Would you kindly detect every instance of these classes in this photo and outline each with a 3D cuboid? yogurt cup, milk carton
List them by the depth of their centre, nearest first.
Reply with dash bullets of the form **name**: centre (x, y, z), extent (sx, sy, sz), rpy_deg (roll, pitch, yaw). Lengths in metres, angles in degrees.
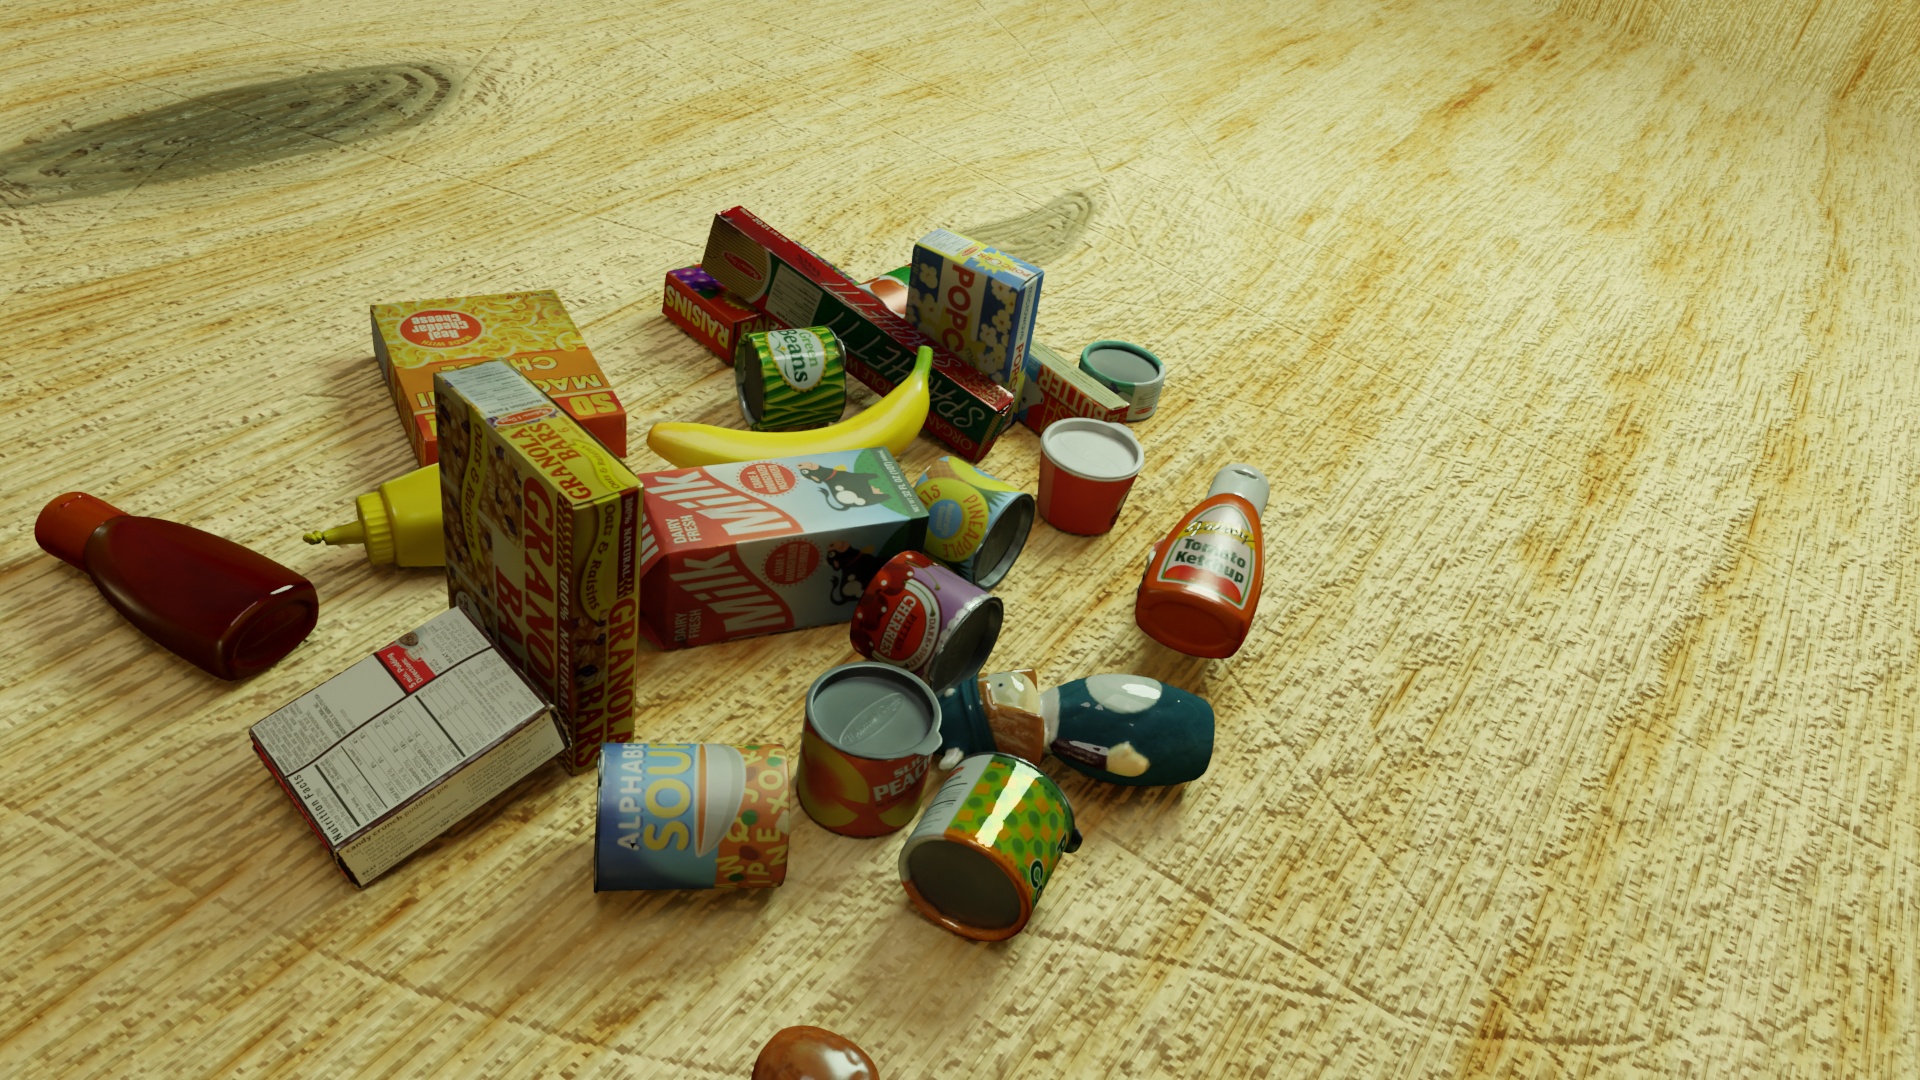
- **milk carton**: centre (-0.121, 0.005, 0.780), extent (0.191, 0.073, 0.072), rpy_deg (-8, 41, -23)
- **yogurt cup**: centre (0.081, -0.040, 0.909), extent (0.072, 0.053, 0.073), rpy_deg (7, 37, -5)

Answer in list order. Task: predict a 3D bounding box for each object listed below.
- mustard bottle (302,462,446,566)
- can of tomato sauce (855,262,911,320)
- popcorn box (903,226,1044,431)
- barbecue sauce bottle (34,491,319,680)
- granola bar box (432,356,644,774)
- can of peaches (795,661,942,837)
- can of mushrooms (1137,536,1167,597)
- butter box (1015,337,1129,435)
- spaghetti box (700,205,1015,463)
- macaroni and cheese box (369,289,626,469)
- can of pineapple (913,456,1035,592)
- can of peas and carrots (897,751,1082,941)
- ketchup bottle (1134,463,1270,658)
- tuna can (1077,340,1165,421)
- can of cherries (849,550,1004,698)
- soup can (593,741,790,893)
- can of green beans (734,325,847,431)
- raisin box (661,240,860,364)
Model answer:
- **mustard bottle**: centre (-0.285, -0.016, 0.784), extent (0.161, 0.048, 0.065), rpy_deg (-13, 43, -28)
- **can of tomato sauce**: centre (-0.042, -0.168, 1.032), extent (0.071, 0.070, 0.083), rpy_deg (33, 42, 26)
- **popcorn box**: centre (0.005, -0.143, 0.963), extent (0.085, 0.126, 0.038), rpy_deg (27, 42, 20)
- **barbecue sauce bottle**: centre (-0.407, 0.018, 0.713), extent (0.149, 0.043, 0.065), rpy_deg (23, 38, 16)
- **granola bar box**: centre (-0.204, 0.013, 0.673), extent (0.039, 0.164, 0.124), rpy_deg (-24, 49, -39)
- **can of peaches**: centre (-0.045, 0.104, 0.684), extent (0.071, 0.057, 0.071), rpy_deg (8, 37, -6)
- **can of mushrooms**: centre (0.143, 0.029, 0.853), extent (0.071, 0.033, 0.071), rpy_deg (7, 39, -6)
- **butter box**: centre (0.070, -0.098, 0.983), extent (0.024, 0.052, 0.104), rpy_deg (-20, 48, -39)
- **spaghetti box**: centre (-0.073, -0.144, 0.966), extent (0.250, 0.050, 0.029), rpy_deg (36, 41, 10)
- **macaroni and cheese box**: centre (-0.301, -0.103, 0.901), extent (0.124, 0.040, 0.167), rpy_deg (-11, 42, -28)
- **can of pineapple**: centre (0.003, -0.011, 0.838), extent (0.058, 0.070, 0.071), rpy_deg (27, 40, 21)
- **can of peas and carrots**: centre (0.014, 0.143, 0.643), extent (0.071, 0.070, 0.059), rpy_deg (22, 39, 14)
- **ketchup bottle**: centre (0.151, 0.007, 0.818), extent (0.065, 0.043, 0.149), rpy_deg (20, 39, 11)
- **tuna can**: centre (0.117, -0.122, 1.042), extent (0.071, 0.032, 0.071), rpy_deg (8, 37, -6)
- **can of cherries**: centre (-0.019, 0.047, 0.757), extent (0.058, 0.071, 0.072), rpy_deg (30, 41, 23)
- **soup can**: centre (-0.122, 0.123, 0.628), extent (0.084, 0.071, 0.072), rpy_deg (2, 38, -13)
- **can of green beans**: centre (-0.115, -0.109, 0.937), extent (0.058, 0.071, 0.071), rpy_deg (-9, 42, -25)
- **raisin box**: centre (-0.148, -0.181, 1.044), extent (0.124, 0.039, 0.086), rpy_deg (-25, 51, -40)
